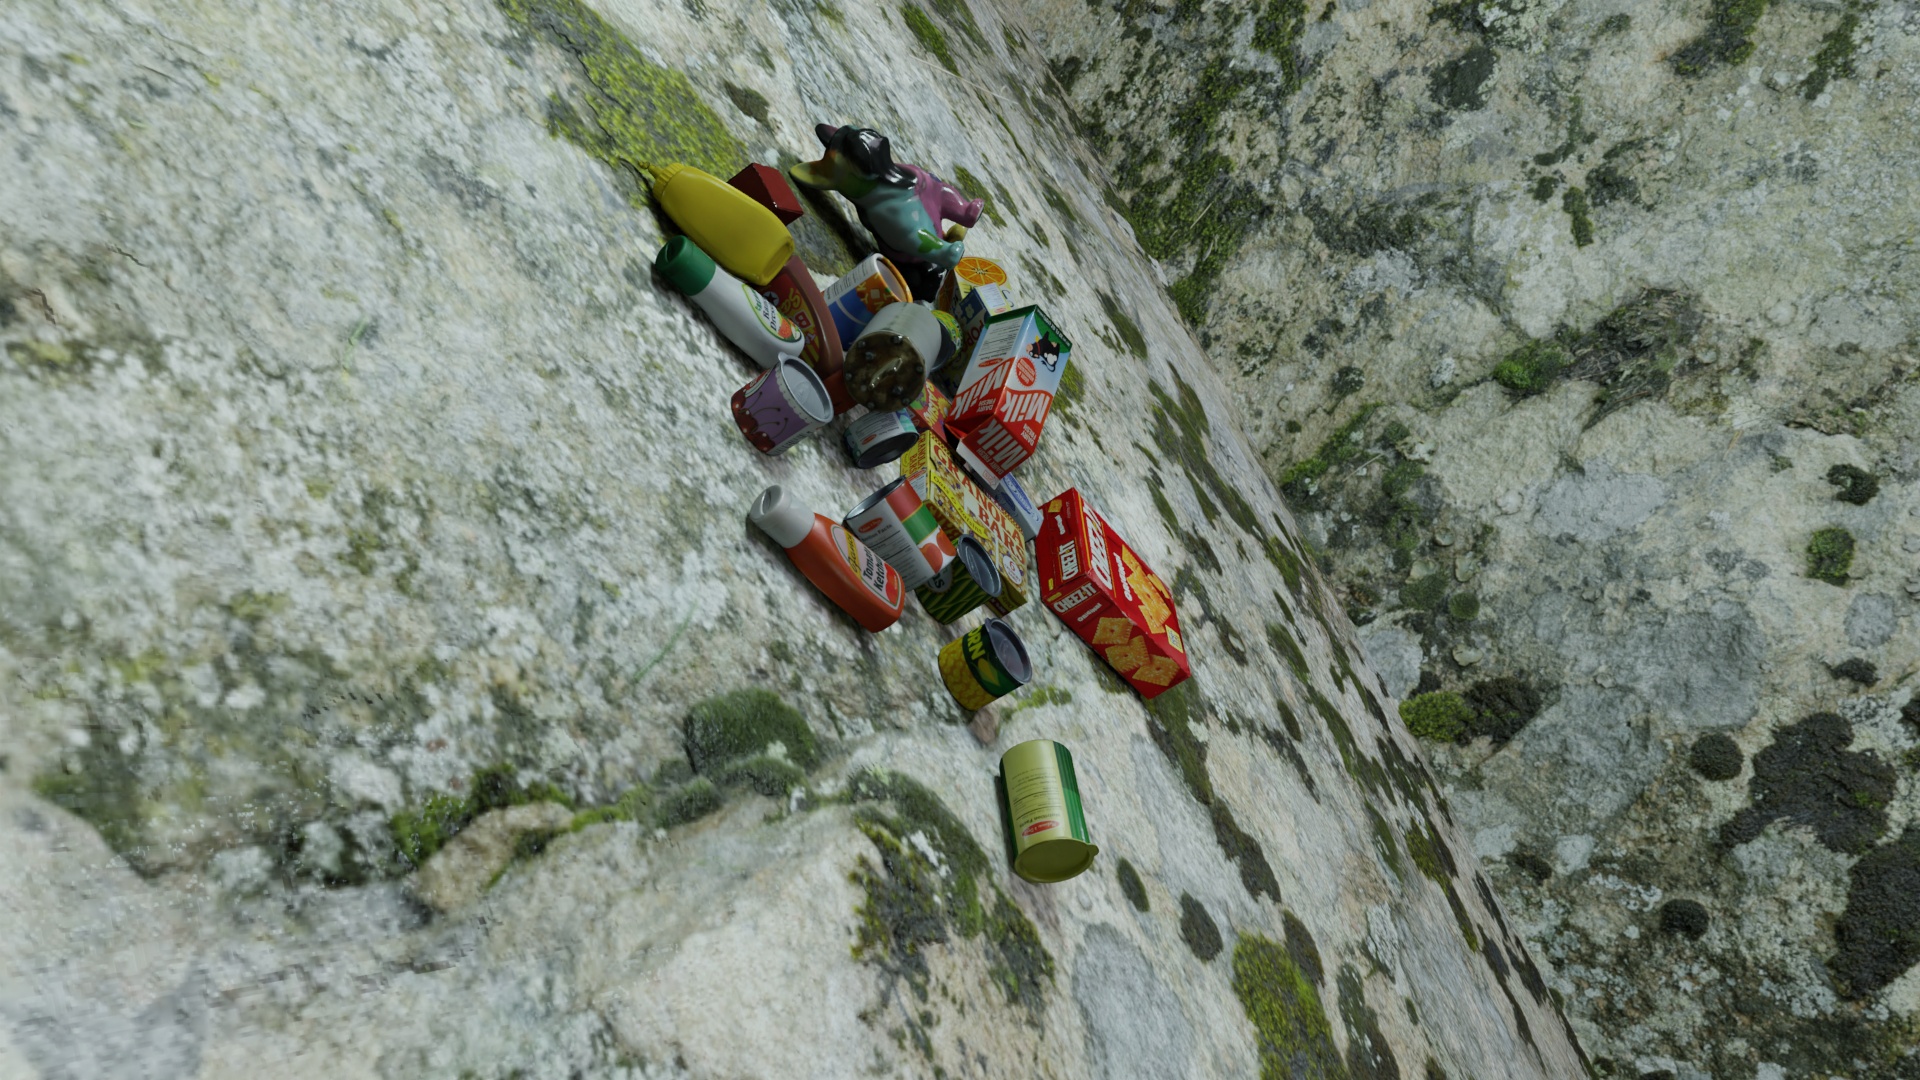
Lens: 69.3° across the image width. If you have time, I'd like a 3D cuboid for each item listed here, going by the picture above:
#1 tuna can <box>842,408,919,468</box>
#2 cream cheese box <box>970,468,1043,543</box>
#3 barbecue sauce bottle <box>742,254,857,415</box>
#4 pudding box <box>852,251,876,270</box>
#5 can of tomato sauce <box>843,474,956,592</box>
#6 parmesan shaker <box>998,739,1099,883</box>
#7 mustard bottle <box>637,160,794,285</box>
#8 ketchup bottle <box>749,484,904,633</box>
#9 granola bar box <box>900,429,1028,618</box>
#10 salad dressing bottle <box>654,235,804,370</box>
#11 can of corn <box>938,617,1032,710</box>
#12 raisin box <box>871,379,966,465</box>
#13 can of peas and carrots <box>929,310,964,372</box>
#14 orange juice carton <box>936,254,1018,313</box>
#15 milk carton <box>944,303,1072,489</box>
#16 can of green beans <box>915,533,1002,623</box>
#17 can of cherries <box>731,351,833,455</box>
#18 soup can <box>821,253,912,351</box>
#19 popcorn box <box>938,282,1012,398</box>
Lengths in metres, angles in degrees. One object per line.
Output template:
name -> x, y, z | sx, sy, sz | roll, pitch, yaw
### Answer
tuna can -> -0.075, -0.097, 1.306 | 0.033, 0.071, 0.071 | 63, 21, 13
cream cheese box -> 0.054, -0.050, 1.582 | 0.103, 0.024, 0.053 | 54, 22, -11
barbecue sauce bottle -> -0.141, -0.187, 1.291 | 0.148, 0.064, 0.044 | 60, 28, -21
pudding box -> -0.100, -0.288, 1.558 | 0.049, 0.030, 0.084 | 52, 22, -14
can of tomato sauce -> -0.051, -0.005, 1.228 | 0.083, 0.071, 0.071 | 55, 21, -10
parmesan shaker -> 0.074, 0.229, 1.181 | 0.071, 0.071, 0.103 | 42, 26, -37
mustard bottle -> -0.223, -0.292, 1.231 | 0.160, 0.065, 0.049 | 39, -2, 9
ketchup bottle -> -0.107, 0.012, 1.117 | 0.148, 0.043, 0.065 | 42, 26, -34
granola bar box -> 0.005, -0.018, 1.409 | 0.165, 0.039, 0.125 | 46, 24, -30
salad dressing bottle -> -0.200, -0.205, 1.206 | 0.147, 0.044, 0.064 | 39, 25, -40
can of corn -> 0.020, 0.109, 1.243 | 0.071, 0.058, 0.071 | 47, 24, -28
raisin box -> -0.046, -0.134, 1.455 | 0.123, 0.040, 0.086 | 44, 25, -30
can of peas and carrots -> -0.032, -0.224, 1.566 | 0.071, 0.071, 0.059 | 57, 20, -4
orange juice carton -> 0.026, -0.269, 1.702 | 0.073, 0.071, 0.193 | 5, 41, -16
milk carton -> 0.046, -0.150, 1.466 | 0.072, 0.073, 0.191 | 43, 55, -35
can of green beans -> -0.004, 0.036, 1.290 | 0.071, 0.057, 0.071 | 47, 24, -28
can of cherries -> -0.151, -0.115, 1.171 | 0.071, 0.058, 0.072 | 46, 25, -29
soup can -> -0.099, -0.242, 1.424 | 0.071, 0.083, 0.072 | 47, 23, -28
popcorn box -> 0.016, -0.229, 1.606 | 0.038, 0.126, 0.085 | -23, 81, -38
